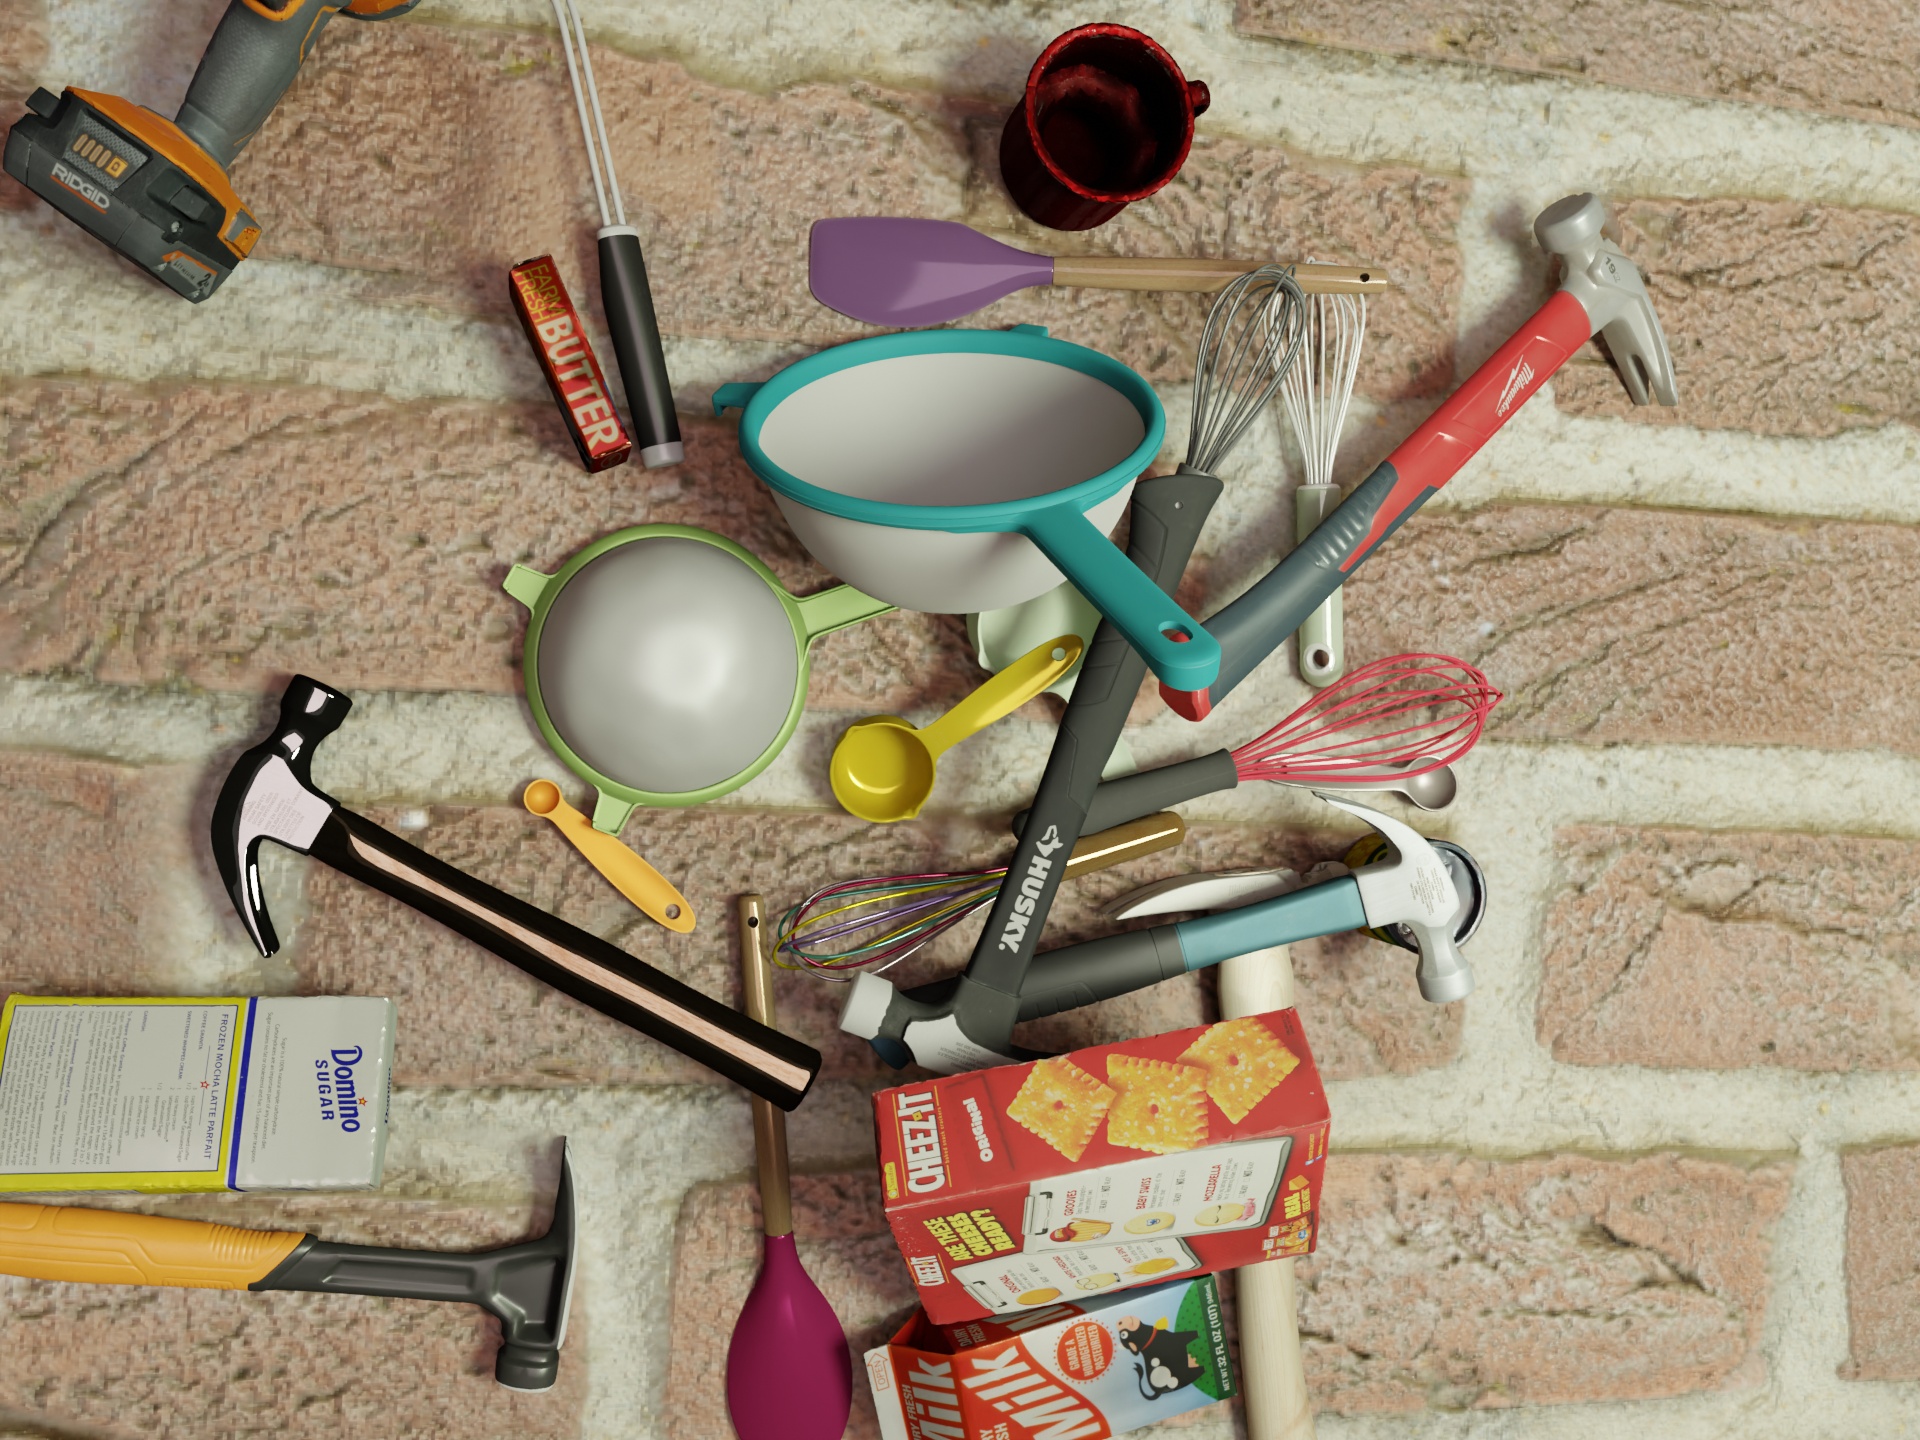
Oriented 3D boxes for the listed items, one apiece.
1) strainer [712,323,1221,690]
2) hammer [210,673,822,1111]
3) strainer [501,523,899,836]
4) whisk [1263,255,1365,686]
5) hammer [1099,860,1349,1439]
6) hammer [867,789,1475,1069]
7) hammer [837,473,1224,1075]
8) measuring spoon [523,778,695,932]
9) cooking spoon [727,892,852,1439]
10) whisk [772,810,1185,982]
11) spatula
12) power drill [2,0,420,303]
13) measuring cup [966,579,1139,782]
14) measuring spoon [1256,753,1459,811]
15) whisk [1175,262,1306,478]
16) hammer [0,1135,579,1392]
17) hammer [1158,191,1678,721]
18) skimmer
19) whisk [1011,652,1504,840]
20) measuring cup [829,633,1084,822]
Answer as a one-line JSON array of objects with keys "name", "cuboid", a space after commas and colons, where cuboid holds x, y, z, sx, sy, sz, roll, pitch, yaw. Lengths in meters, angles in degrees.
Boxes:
[{"name": "strainer", "cuboid": [0.023, -0.082, 0.764, 0.211, 0.341, 0.095, -16, 130, -19]}, {"name": "hammer", "cuboid": [-0.223, 0.113, 0.815, 0.331, 0.031, 0.130, 30, 86, -8]}, {"name": "strainer", "cuboid": [-0.099, -0.047, 0.830, 0.256, 0.069, 0.151, -20, 95, -13]}, {"name": "whisk", "cuboid": [0.206, -0.142, 0.917, 0.058, 0.059, 0.246, 0, 96, 23]}, {"name": "hammer", "cuboid": [0.166, 0.291, 0.918, 0.146, 0.038, 0.410, -4, 92, -12]}, {"name": "hammer", "cuboid": [0.106, 0.129, 0.865, 0.331, 0.033, 0.128, -15, 96, 0]}, {"name": "hammer", "cuboid": [0.063, 0.029, 0.821, 0.146, 0.035, 0.335, 21, 92, -5]}, {"name": "measuring spoon", "cuboid": [-0.186, 0.073, 0.846, 0.117, 0.011, 0.021, 44, 71, -14]}, {"name": "cooking spoon", "cuboid": [-0.101, 0.252, 0.863, 0.068, 0.017, 0.319, -5, 92, -11]}, {"name": "whisk", "cuboid": [0.012, 0.093, 0.880, 0.245, 0.051, 0.047, -15, 116, -16]}, {"name": "spatula", "cuboid": [0.076, -0.243, 0.870, 0.316, 0.018, 0.060, 1, 92, -1]}, {"name": "power drill", "cuboid": [-0.328, -0.313, 0.726, 0.084, 0.164, 0.226, 35, 85, -12]}, {"name": "measuring cup", "cuboid": [0.060, -0.021, 0.893, 0.083, 0.038, 0.167, -32, 115, -7]}, {"name": "measuring spoon", "cuboid": [0.233, 0.034, 0.942, 0.124, 0.018, 0.034, 6, 74, -7]}, {"name": "whisk", "cuboid": [0.131, -0.135, 0.872, 0.055, 0.055, 0.239, 18, 105, -13]}, {"name": "hammer", "cuboid": [-0.363, 0.261, 0.794, 0.336, 0.034, 0.127, 8, 90, -13]}, {"name": "hammer", "cuboid": [0.261, -0.126, 0.900, 0.386, 0.038, 0.143, -43, 115, -14]}, {"name": "skimmer", "cuboid": [-0.171, -0.313, 0.799, 0.127, 0.090, 0.363, -17, 98, -44]}, {"name": "whisk", "cuboid": [0.169, 0.021, 0.895, 0.296, 0.073, 0.073, -15, 95, -9]}, {"name": "measuring cup", "cuboid": [-0.001, -0.003, 0.858, 0.156, 0.029, 0.062, -34, 106, 4]}]
